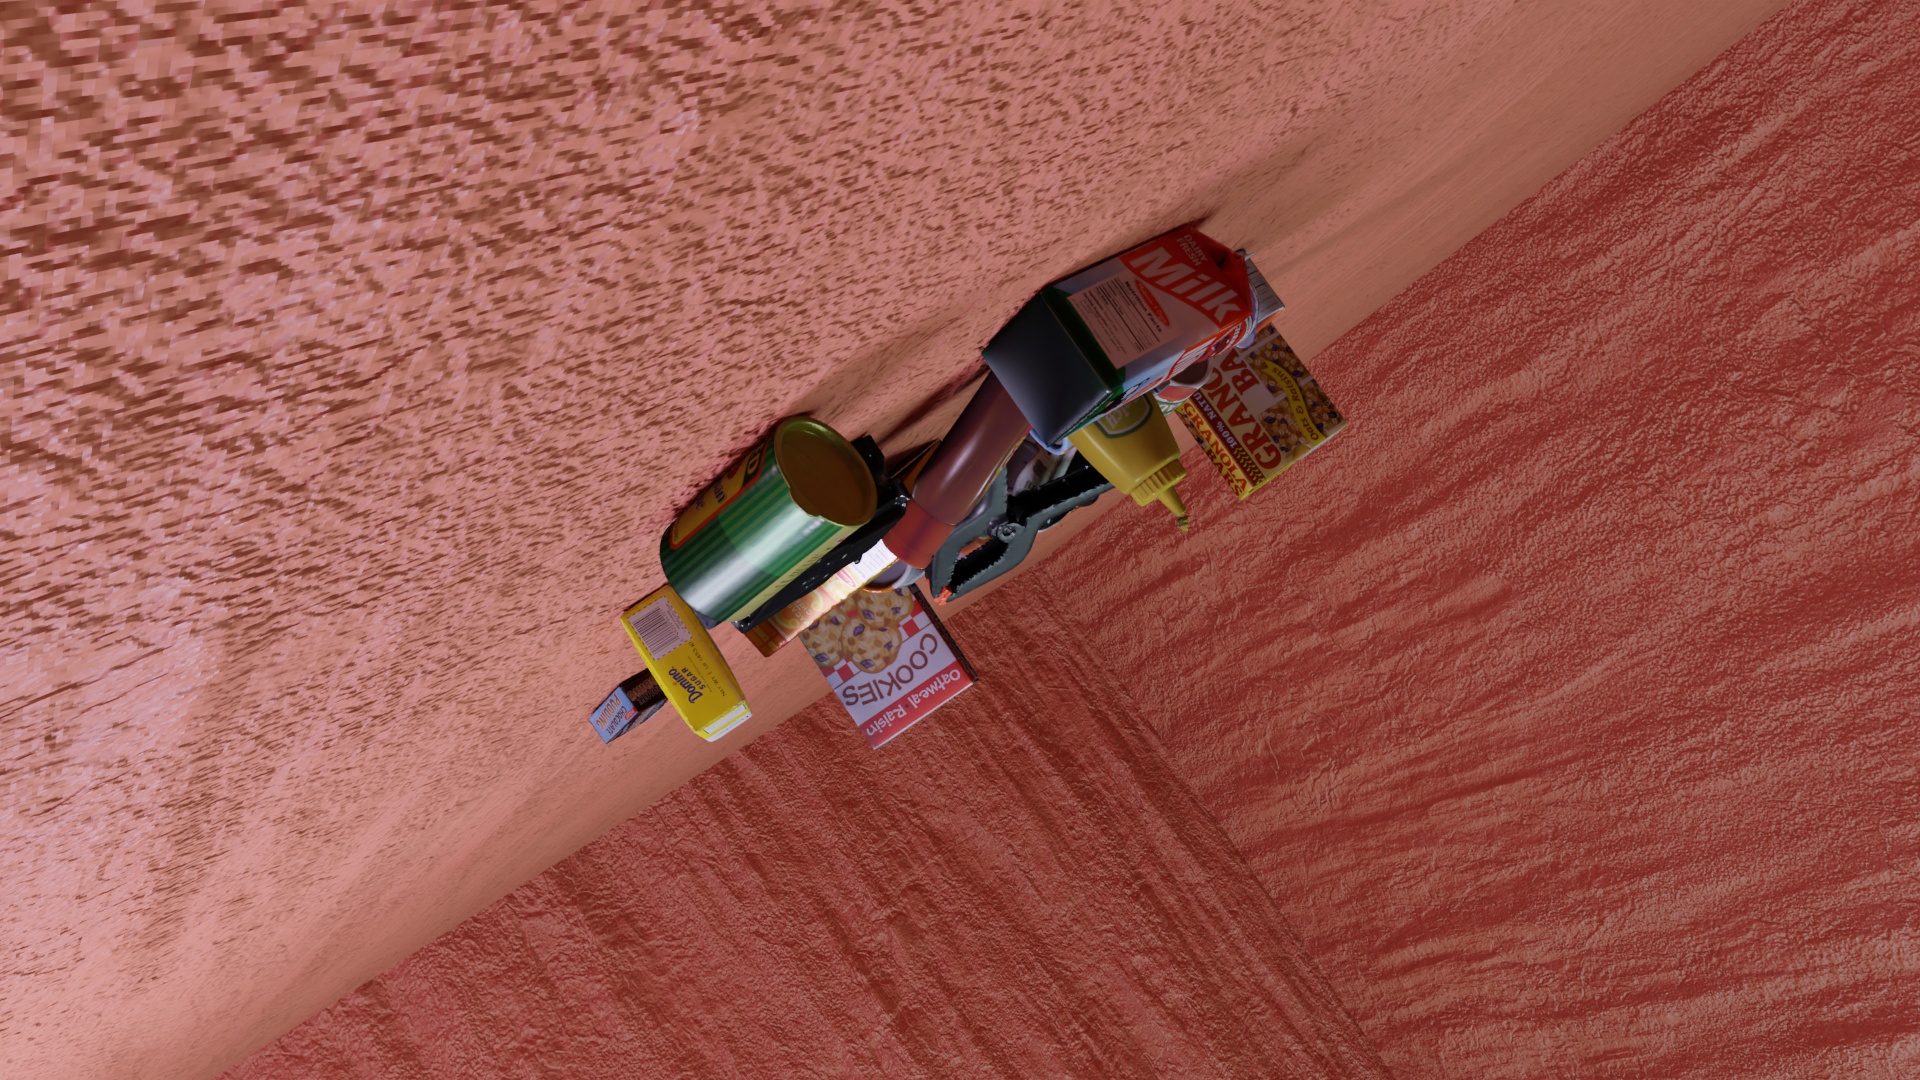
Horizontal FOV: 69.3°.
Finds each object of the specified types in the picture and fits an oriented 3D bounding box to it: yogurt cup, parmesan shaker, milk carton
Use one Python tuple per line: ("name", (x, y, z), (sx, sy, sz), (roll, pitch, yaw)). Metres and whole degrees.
("yogurt cup", (0.050, -0.060, 1.264), (0.072, 0.072, 0.054), (-34, 167, -6))
("parmesan shaker", (-0.103, -0.008, 0.723), (0.102, 0.071, 0.071), (-37, 174, 31))
("milk carton", (0.111, -0.135, 0.867), (0.191, 0.073, 0.072), (-31, 174, -38))

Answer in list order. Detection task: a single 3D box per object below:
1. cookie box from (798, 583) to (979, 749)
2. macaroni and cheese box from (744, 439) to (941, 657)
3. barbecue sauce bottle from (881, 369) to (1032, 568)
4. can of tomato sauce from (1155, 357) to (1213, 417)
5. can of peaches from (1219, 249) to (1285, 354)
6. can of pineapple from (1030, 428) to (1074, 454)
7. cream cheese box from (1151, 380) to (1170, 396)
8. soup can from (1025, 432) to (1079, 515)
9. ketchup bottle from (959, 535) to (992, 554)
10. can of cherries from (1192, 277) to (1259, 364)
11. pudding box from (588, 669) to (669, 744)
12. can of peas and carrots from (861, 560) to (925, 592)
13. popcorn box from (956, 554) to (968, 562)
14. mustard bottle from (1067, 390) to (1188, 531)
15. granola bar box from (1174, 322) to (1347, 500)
("cookie box", (-0.078, 0.104, 1.377), (0.123, 0.167, 0.040), (-35, 175, 10))
("macaroni and cheese box", (-0.078, 0.007, 1.028), (0.166, 0.040, 0.124), (-37, -171, 31))
("barbecue sauce bottle", (0.003, -0.050, 0.900), (0.148, 0.043, 0.065), (-54, -171, 14))
("can of tomato sauce", (0.175, -0.144, 1.222), (0.071, 0.071, 0.082), (-32, 174, -28))
("can of peaches", (0.219, -0.191, 1.124), (0.071, 0.058, 0.071), (-34, 174, -4))
("can of pineapple", (0.079, -0.102, 1.007), (0.058, 0.071, 0.071), (-32, 174, -17))
("cream cheese box", (0.128, -0.125, 1.191), (0.024, 0.053, 0.103), (-33, 176, -43))
("soup can", (0.105, -0.077, 1.338), (0.071, 0.084, 0.071), (-34, 175, -3))
("ketchup bottle", (0.004, -0.015, 1.234), (0.043, 0.065, 0.148), (-14, 166, 10))
("can of cherries", (0.182, -0.168, 1.035), (0.059, 0.071, 0.071), (-29, 172, -45))
("pudding box", (-0.282, 0.141, 1.202), (0.050, 0.030, 0.083), (-31, 174, -42))
("can of peas and carrots", (-0.066, 0.009, 1.167), (0.071, 0.071, 0.059), (-35, 174, 12))
("popcorn box", (0.013, -0.006, 1.404), (0.038, 0.085, 0.127), (-38, 174, 24))
("mustard bottle", (0.110, -0.075, 0.939), (0.065, 0.160, 0.048), (-34, 174, -13))
("granola bar box", (0.266, -0.140, 1.308), (0.124, 0.165, 0.039), (-33, 172, -19))
